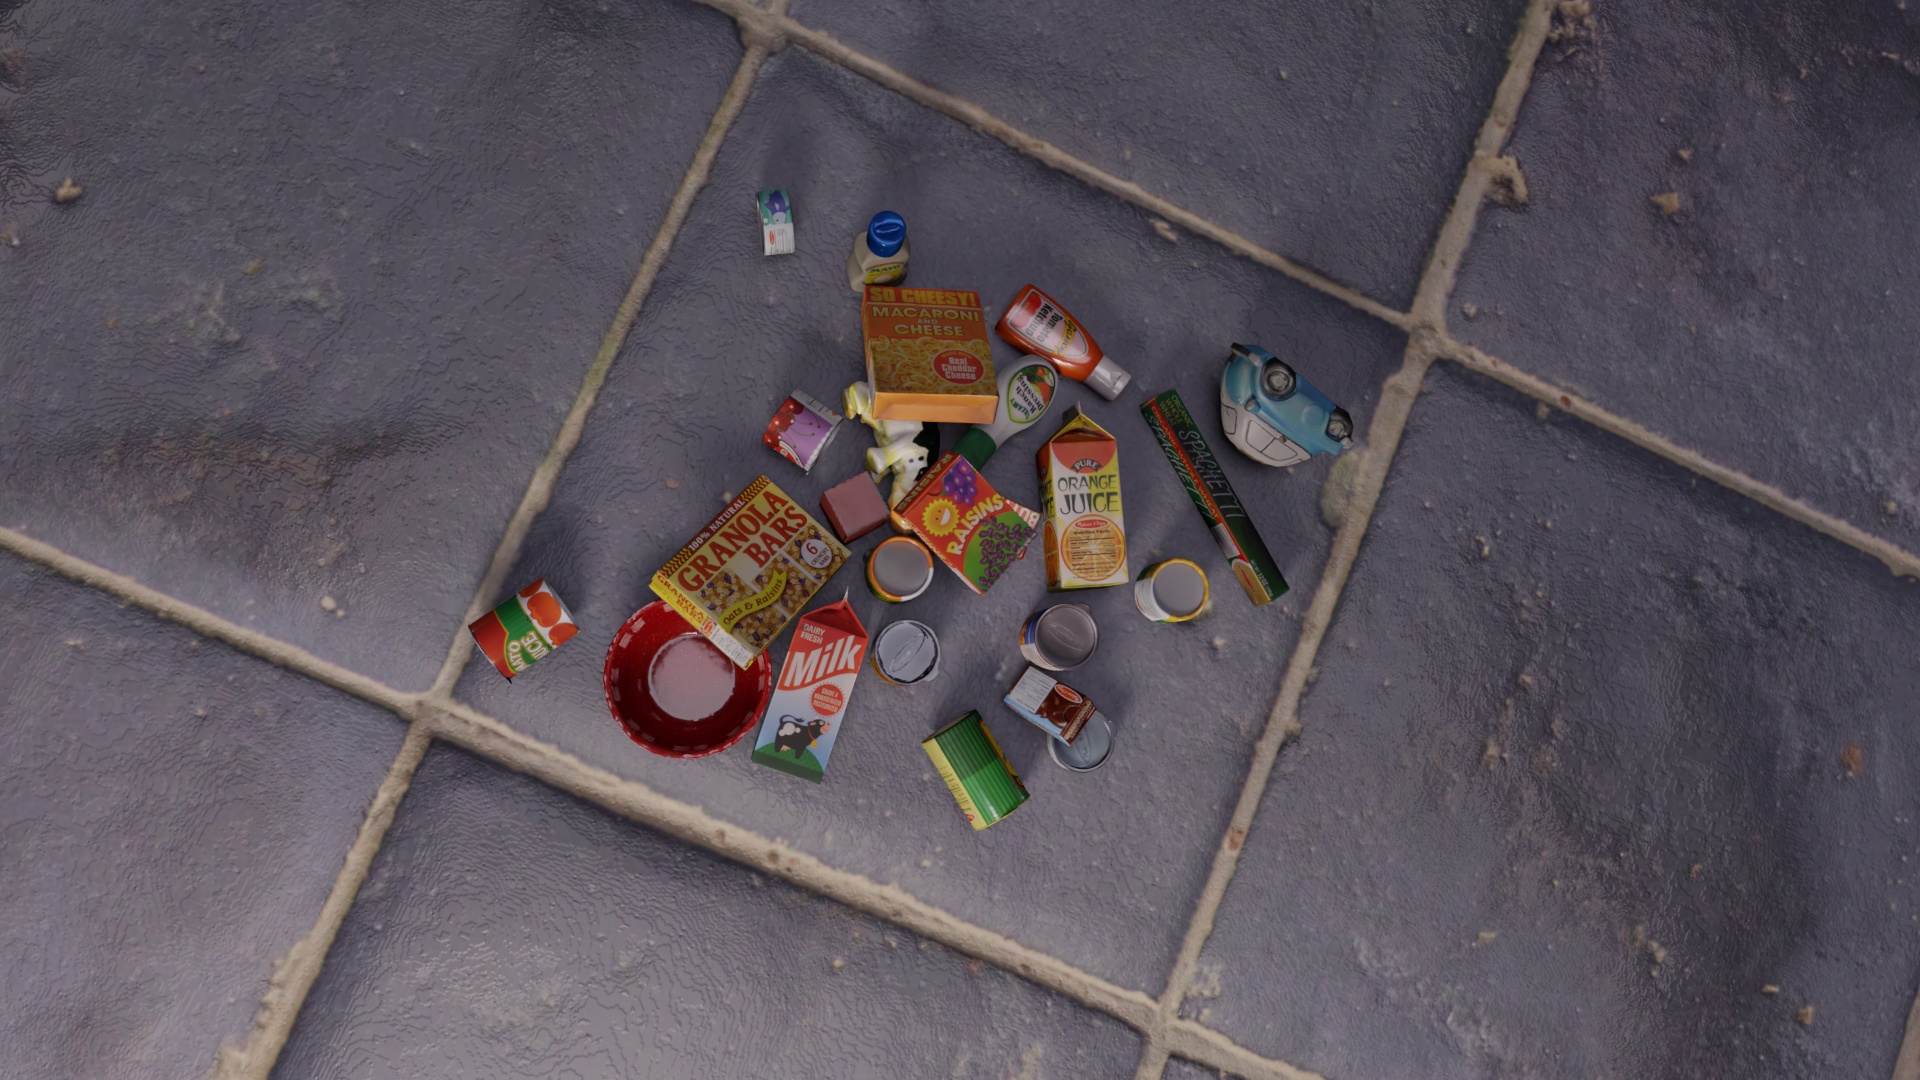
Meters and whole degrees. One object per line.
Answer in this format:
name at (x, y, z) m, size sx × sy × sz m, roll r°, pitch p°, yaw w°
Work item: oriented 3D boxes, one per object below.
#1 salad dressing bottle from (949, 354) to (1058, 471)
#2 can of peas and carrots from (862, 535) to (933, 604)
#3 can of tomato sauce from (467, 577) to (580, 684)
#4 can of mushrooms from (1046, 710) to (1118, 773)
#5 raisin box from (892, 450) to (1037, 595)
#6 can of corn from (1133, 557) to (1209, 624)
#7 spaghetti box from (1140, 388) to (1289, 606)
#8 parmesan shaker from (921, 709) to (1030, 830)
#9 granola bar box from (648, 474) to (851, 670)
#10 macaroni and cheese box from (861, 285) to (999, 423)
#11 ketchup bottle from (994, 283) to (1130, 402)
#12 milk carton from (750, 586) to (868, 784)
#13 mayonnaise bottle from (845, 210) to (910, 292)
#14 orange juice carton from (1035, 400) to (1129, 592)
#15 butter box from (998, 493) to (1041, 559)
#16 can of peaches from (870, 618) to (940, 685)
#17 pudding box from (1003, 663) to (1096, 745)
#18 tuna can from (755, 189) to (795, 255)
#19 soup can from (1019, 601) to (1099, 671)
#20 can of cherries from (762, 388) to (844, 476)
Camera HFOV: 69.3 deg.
salad dressing bottle at (0.043, -0.129, 1.437) m, size 0.148 × 0.044 × 0.064 m, roll -51°, pitch 118°, yaw -24°
can of peas and carrots at (-0.065, 0.029, 1.412) m, size 0.071 × 0.058 × 0.071 m, roll 1°, pitch 83°, yaw -9°
can of tomato sauce at (-0.421, 0.086, 1.348) m, size 0.083 × 0.071 × 0.071 m, roll -35°, pitch 89°, yaw -11°
can of mushrooms at (0.125, 0.205, 1.430) m, size 0.071 × 0.033 × 0.071 m, roll 1°, pitch 82°, yaw -8°
raisin box at (0.005, -0.017, 1.391) m, size 0.086 × 0.040 × 0.123 m, roll -47°, pitch 112°, yaw -7°
can of corn at (0.223, 0.051, 1.451) m, size 0.071 × 0.058 × 0.071 m, roll 1°, pitch 83°, yaw -8°
spaghetti box at (0.269, -0.046, 1.474) m, size 0.029 × 0.050 × 0.250 m, roll -29°, pitch 88°, yaw -12°
parmesan shaker at (0.016, 0.229, 1.391) m, size 0.071 × 0.071 × 0.103 m, roll -31°, pitch 88°, yaw -11°
granola bar box at (-0.204, 0.029, 1.364) m, size 0.124 × 0.039 × 0.166 m, roll 41°, pitch 50°, yaw -1°
macaroni and cheese box at (-0.034, -0.189, 1.408) m, size 0.124 × 0.040 × 0.167 m, roll 1°, pitch 47°, yaw -11°
ketchup bottle at (0.112, -0.205, 1.475) m, size 0.149 × 0.043 × 0.065 m, roll 37°, pitch 78°, yaw -3°
milk carton at (-0.143, 0.138, 1.379) m, size 0.073 × 0.072 × 0.191 m, roll 19°, pitch 80°, yaw -5°
mayonnaise bottle at (-0.080, -0.291, 1.404) m, size 0.065 × 0.148 × 0.041 m, roll -12°, pitch 85°, yaw -9°
orange juice carton at (0.123, -0.045, 1.442) m, size 0.073 × 0.071 × 0.192 m, roll -4°, pitch 84°, yaw -9°
butter box at (0.028, -0.025, 1.449) m, size 0.103 × 0.024 × 0.053 m, roll 26°, pitch 81°, yaw -4°
can of peaches at (-0.055, 0.116, 1.402) m, size 0.071 × 0.058 × 0.071 m, roll 1°, pitch 83°, yaw -9°
pudding box at (0.090, 0.166, 1.408) m, size 0.084 × 0.030 × 0.050 m, roll 27°, pitch 75°, yaw 39°
tuna can at (-0.192, -0.331, 1.436) m, size 0.033 × 0.071 × 0.071 m, roll -8°, pitch 84°, yaw -10°
soup can at (0.101, 0.097, 1.414) m, size 0.071 × 0.083 × 0.071 m, roll 1°, pitch 83°, yaw -8°
can of cherries at (-0.161, -0.110, 1.411) m, size 0.058 × 0.071 × 0.071 m, roll 33°, pitch 80°, yaw -3°
